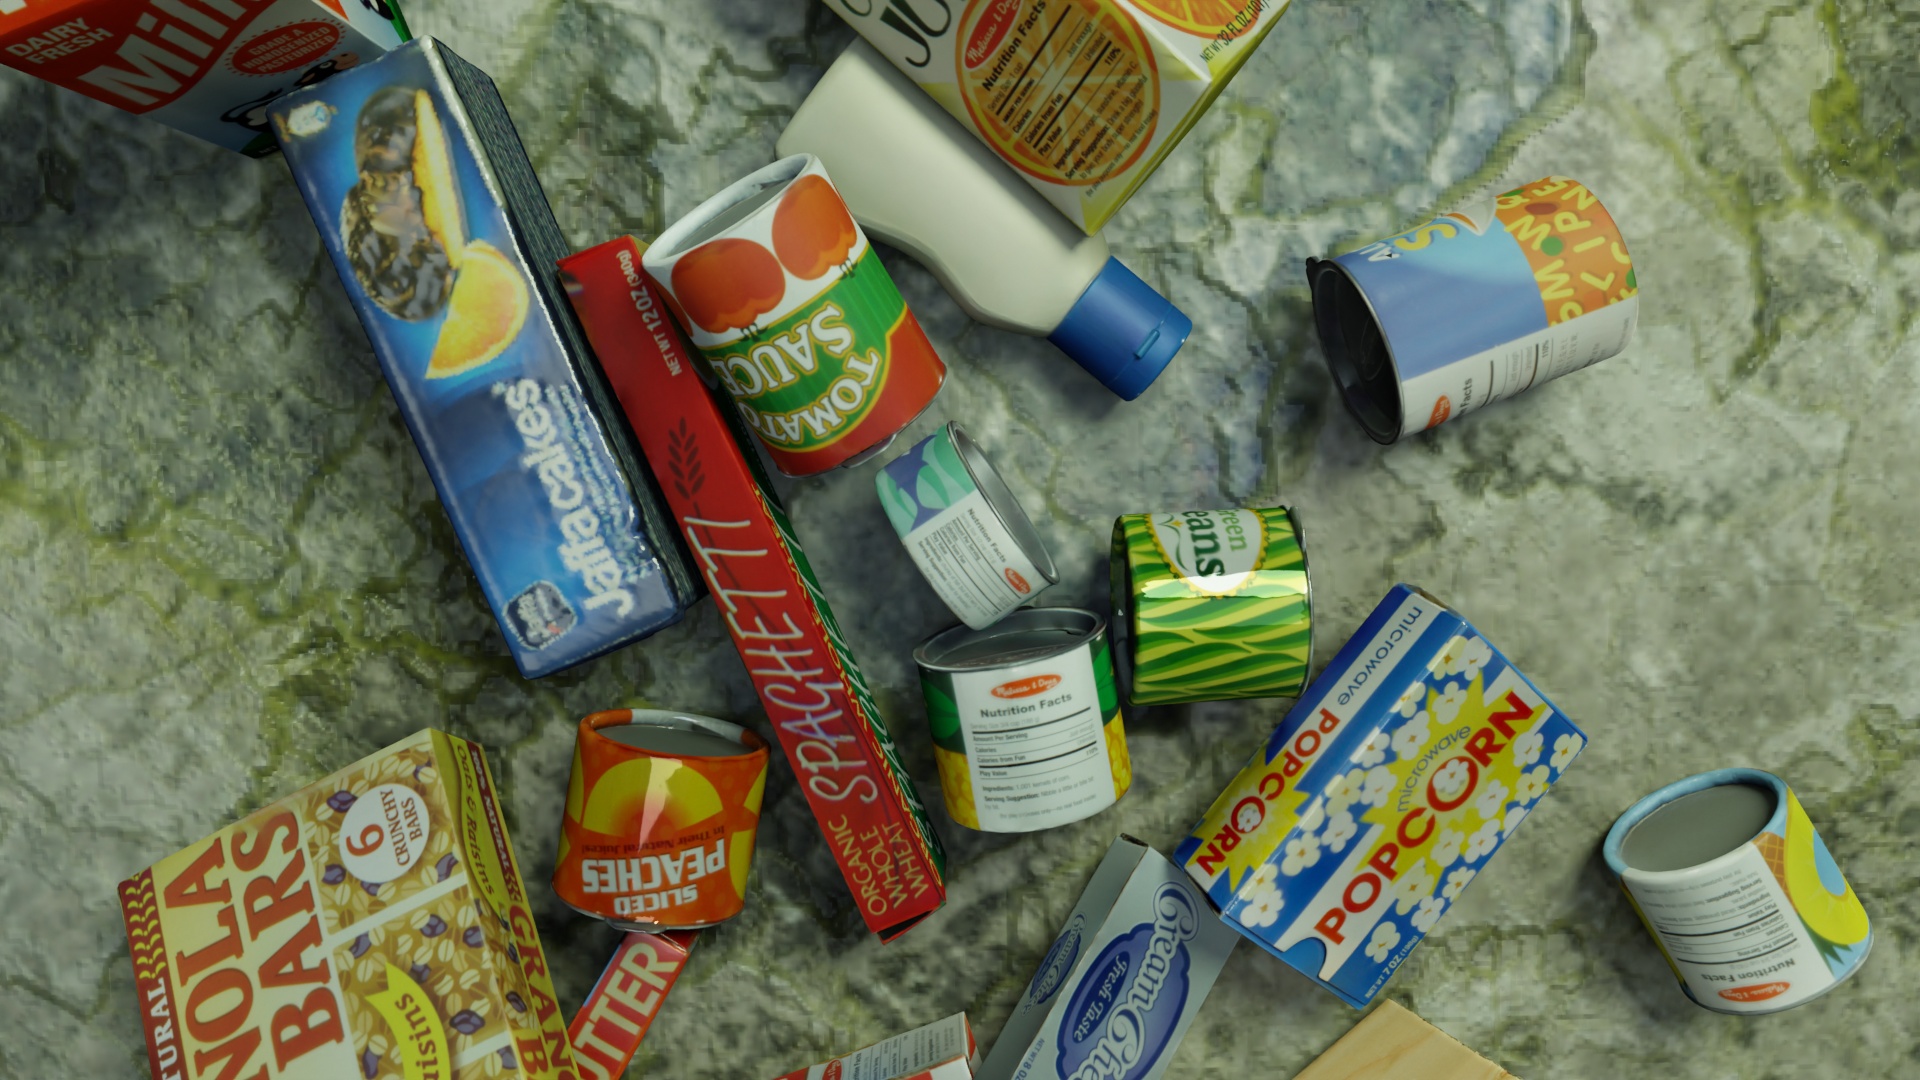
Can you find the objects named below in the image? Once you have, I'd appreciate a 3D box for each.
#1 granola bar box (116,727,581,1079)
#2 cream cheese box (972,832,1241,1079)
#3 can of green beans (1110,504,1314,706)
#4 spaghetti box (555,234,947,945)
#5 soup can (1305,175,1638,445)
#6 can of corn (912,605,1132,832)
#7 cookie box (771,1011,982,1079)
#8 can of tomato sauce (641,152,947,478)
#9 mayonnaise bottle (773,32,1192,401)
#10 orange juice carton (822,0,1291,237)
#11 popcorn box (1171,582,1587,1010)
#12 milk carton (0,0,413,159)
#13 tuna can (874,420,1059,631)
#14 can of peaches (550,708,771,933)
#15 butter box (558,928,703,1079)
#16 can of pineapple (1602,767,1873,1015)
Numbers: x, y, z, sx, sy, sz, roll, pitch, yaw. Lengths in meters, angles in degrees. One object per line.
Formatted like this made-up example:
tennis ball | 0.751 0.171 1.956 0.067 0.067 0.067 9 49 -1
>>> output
granola bar box | -0.198 0.163 0.454 0.124 0.039 0.166 -27 67 3
cream cheese box | 0.053 0.162 0.487 0.053 0.024 0.104 37 76 -17
can of green beans | 0.084 0.022 0.474 0.058 0.071 0.071 -3 95 -1
spaghetti box | -0.067 0.016 0.477 0.029 0.050 0.249 -25 95 2
soup can | 0.170 -0.080 0.469 0.084 0.071 0.071 -21 95 0
can of corn | 0.022 0.059 0.475 0.071 0.071 0.058 -11 101 0
cookie box | -0.057 0.261 0.502 0.167 0.040 0.123 -20 95 0
can of tomato sauce | -0.053 -0.071 0.448 0.071 0.071 0.083 -32 116 1
mayonnaise bottle | 0.011 -0.106 0.475 0.148 0.041 0.064 38 93 -5
orange juice carton | 0.002 -0.195 0.436 0.192 0.072 0.072 41 50 -2
popcorn box | 0.145 0.089 0.479 0.085 0.038 0.126 38 92 -30
milk carton | -0.225 -0.169 0.388 0.072 0.191 0.073 -23 96 1
tuna can | 0.002 -0.006 0.470 0.033 0.071 0.071 -34 95 9
can of peaches | -0.101 0.093 0.472 0.071 0.071 0.058 10 93 -2
butter box | -0.124 0.172 0.487 0.024 0.053 0.103 31 93 -2
can of pineapple | 0.271 0.121 0.488 0.071 0.071 0.058 -33 95 1
